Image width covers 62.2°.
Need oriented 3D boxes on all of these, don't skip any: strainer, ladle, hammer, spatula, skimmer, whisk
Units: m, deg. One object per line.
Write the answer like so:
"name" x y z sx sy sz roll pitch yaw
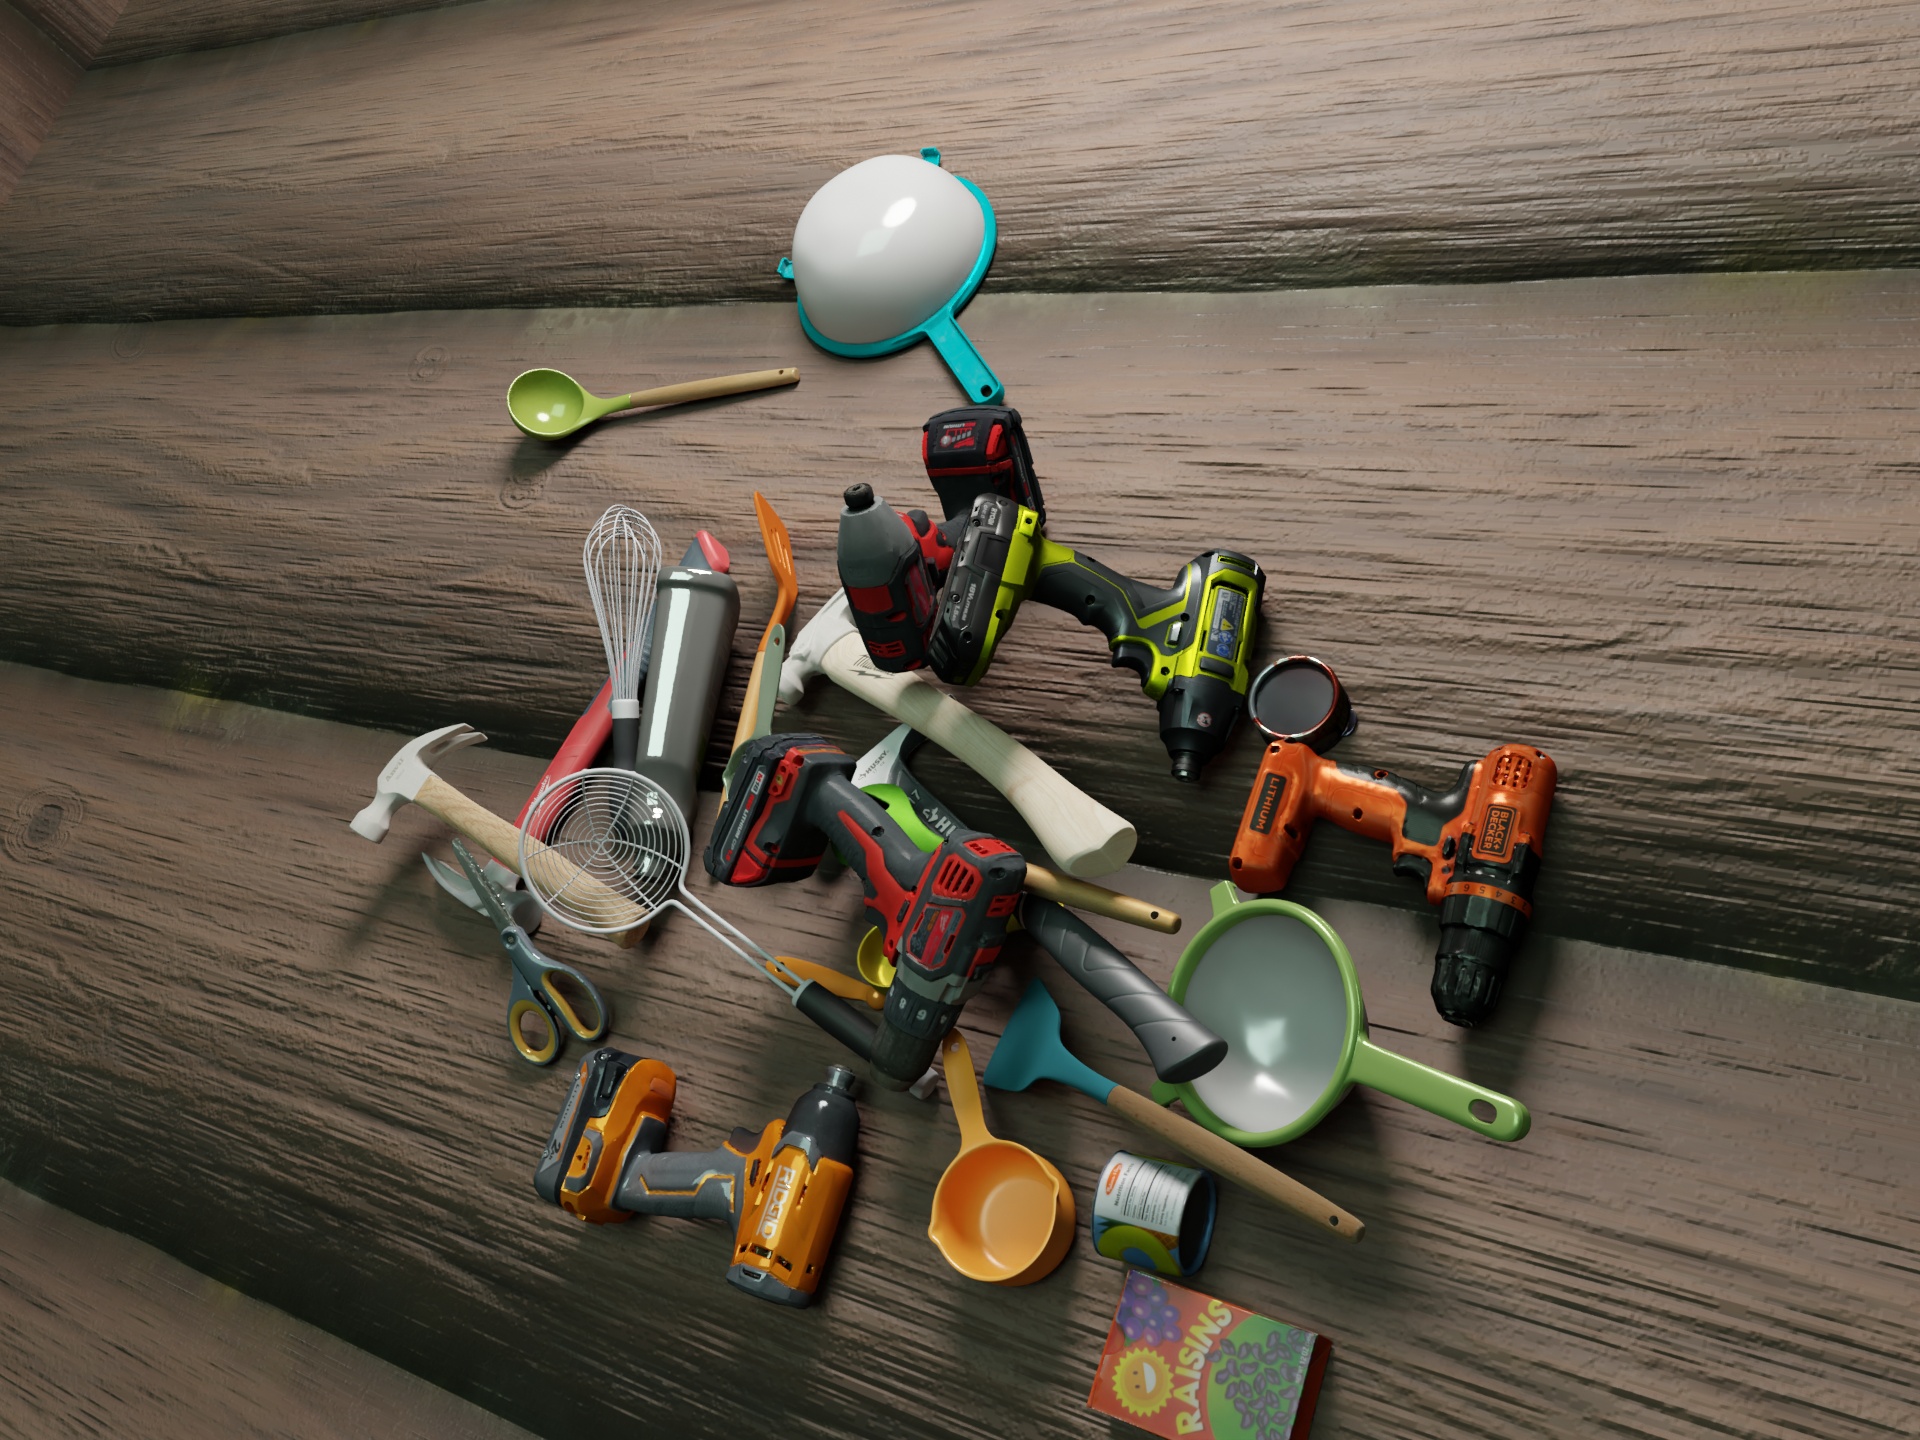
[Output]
"strainer" -0.054 -0.404 1.434 0.211 0.095 0.341 -36 52 8
"ladle" -0.304 -0.323 1.553 0.320 0.062 0.078 -3 64 25
"hammer" -0.002 -0.004 1.180 0.146 0.038 0.411 -47 41 -7
"spatula" -0.177 -0.033 1.337 0.041 0.081 0.323 6 73 17
"skimmer" -0.171 0.162 1.165 0.363 0.090 0.127 32 84 25
"hammer" 0.042 0.117 1.112 0.149 0.036 0.409 -47 44 -3
"spatula" 0.122 0.246 0.990 0.318 0.044 0.082 21 80 46
"hammer" -0.378 0.102 1.335 0.331 0.031 0.130 25 79 32
"strainer" 0.235 0.199 0.950 0.256 0.069 0.151 14 87 50
"whisk" -0.284 -0.041 1.351 0.070 0.070 0.284 -2 88 28
"hammer" -0.330 -0.005 1.412 0.143 0.038 0.386 23 78 37

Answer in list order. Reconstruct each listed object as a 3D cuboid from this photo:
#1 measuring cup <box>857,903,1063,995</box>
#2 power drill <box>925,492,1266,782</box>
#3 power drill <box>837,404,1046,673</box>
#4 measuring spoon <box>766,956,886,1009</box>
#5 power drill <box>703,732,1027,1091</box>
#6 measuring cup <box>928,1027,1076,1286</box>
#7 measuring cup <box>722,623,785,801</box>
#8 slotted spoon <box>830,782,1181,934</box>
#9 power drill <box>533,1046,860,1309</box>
"measuring cup" 0.002 0.161 1.157 0.156 0.029 0.062 -17 49 6
"power drill" 0.097 -0.061 1.125 0.223 0.080 0.171 17 68 -5
"power drill" -0.021 -0.149 1.207 0.078 0.143 0.220 1 35 30
"measuring spoon" -0.103 0.195 1.198 0.117 0.011 0.021 10 70 32
"power drill" -0.072 0.128 1.104 0.227 0.080 0.188 32 107 30
"measuring cup" 0.022 0.289 1.058 0.095 0.052 0.174 -26 53 14
"measuring cup" -0.144 0.007 1.267 0.083 0.038 0.167 11 96 41
"slotted spoon" 0.019 0.098 1.100 0.314 0.031 0.070 14 69 39
"power drill" -0.179 0.307 1.142 0.226 0.084 0.164 10 70 28
